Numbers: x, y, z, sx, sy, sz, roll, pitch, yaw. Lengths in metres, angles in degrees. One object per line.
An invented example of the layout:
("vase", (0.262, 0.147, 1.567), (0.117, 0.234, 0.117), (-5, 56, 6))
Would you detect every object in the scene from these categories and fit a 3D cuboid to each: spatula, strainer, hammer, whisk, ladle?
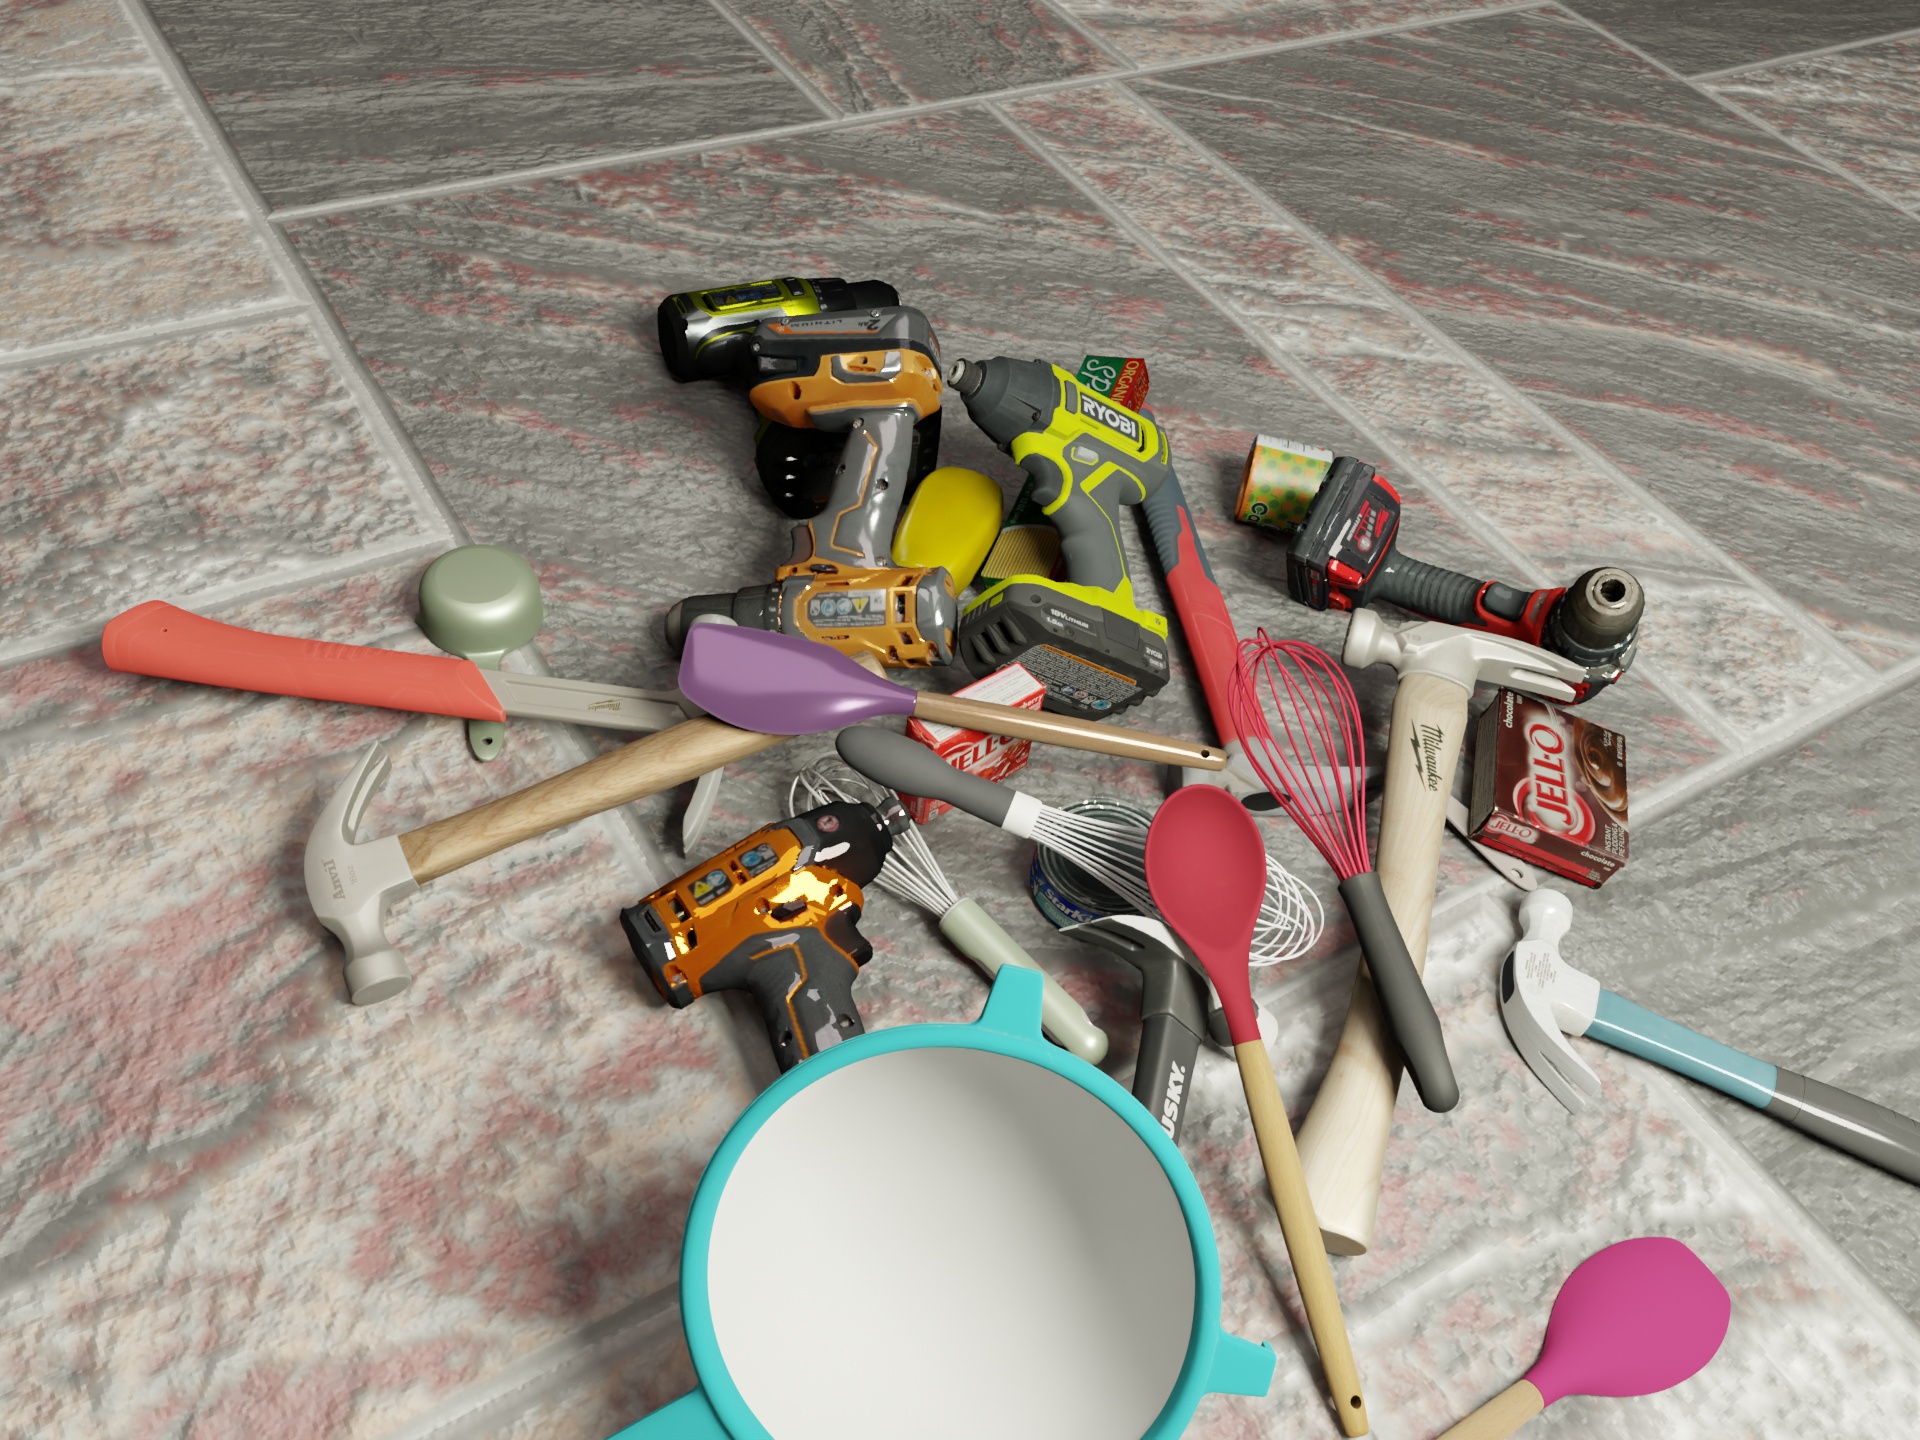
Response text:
("spatula", (-0.001, -0.003, 0.903), (0.316, 0.018, 0.060), (10, 72, -7))
("strainer", (-0.056, 0.251, 0.664), (0.340, 0.095, 0.211), (-32, 92, 7))
("hammer", (0.177, -0.092, 1.108), (0.143, 0.038, 0.387), (0, 47, -12))
("hammer", (0.462, 0.208, 0.882), (0.331, 0.033, 0.128), (23, 47, 12))
("whisk", (-0.009, 0.104, 0.892), (0.059, 0.057, 0.246), (-47, 67, -1))
("hammer", (0.076, 0.245, 0.742), (0.146, 0.035, 0.335), (42, 47, -28))
("whisk", (0.211, 0.071, 0.868), (0.073, 0.073, 0.296), (-6, 59, -15))
("hammer", (-0.314, -0.013, 0.927), (0.359, 0.036, 0.149), (7, 62, -3))
("ladle", (0.150, 0.184, 0.783), (0.069, 0.031, 0.316), (-7, 71, -17))
("whisk", (0.063, 0.065, 0.870), (0.284, 0.070, 0.070), (22, 47, 2))
("hammer", (0.259, 0.105, 0.900), (0.146, 0.038, 0.411), (14, 55, 12))
("hammer", (-0.194, 0.031, 0.880), (0.331, 0.031, 0.130), (-23, 68, -17))

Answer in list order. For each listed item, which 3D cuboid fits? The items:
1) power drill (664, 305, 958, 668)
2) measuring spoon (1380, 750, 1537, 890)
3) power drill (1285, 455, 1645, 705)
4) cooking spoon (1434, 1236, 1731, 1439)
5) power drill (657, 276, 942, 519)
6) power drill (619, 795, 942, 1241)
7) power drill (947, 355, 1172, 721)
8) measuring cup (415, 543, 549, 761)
("power drill", (-0.095, -0.139, 1.014), (0.185, 0.084, 0.226), (-3, 79, 10))
("measuring spoon", (0.313, 0.066, 1.005), (0.034, 0.018, 0.124), (-26, 63, -37))
("power drill", (0.333, -0.090, 1.043), (0.227, 0.187, 0.080), (27, 85, 17))
("cooking spoon", (0.250, 0.328, 0.742), (0.319, 0.017, 0.069), (-20, 53, -27))
("power drill", (-0.103, -0.257, 1.187), (0.190, 0.080, 0.229), (-15, 49, -21))
("power drill", (-0.052, 0.139, 0.808), (0.164, 0.084, 0.227), (-31, 56, -17))
("power drill", (0.062, -0.126, 1.026), (0.171, 0.080, 0.223), (20, 56, -32))
("measuring cup", (-0.295, -0.047, 0.979), (0.083, 0.038, 0.168), (-4, 47, -14))
